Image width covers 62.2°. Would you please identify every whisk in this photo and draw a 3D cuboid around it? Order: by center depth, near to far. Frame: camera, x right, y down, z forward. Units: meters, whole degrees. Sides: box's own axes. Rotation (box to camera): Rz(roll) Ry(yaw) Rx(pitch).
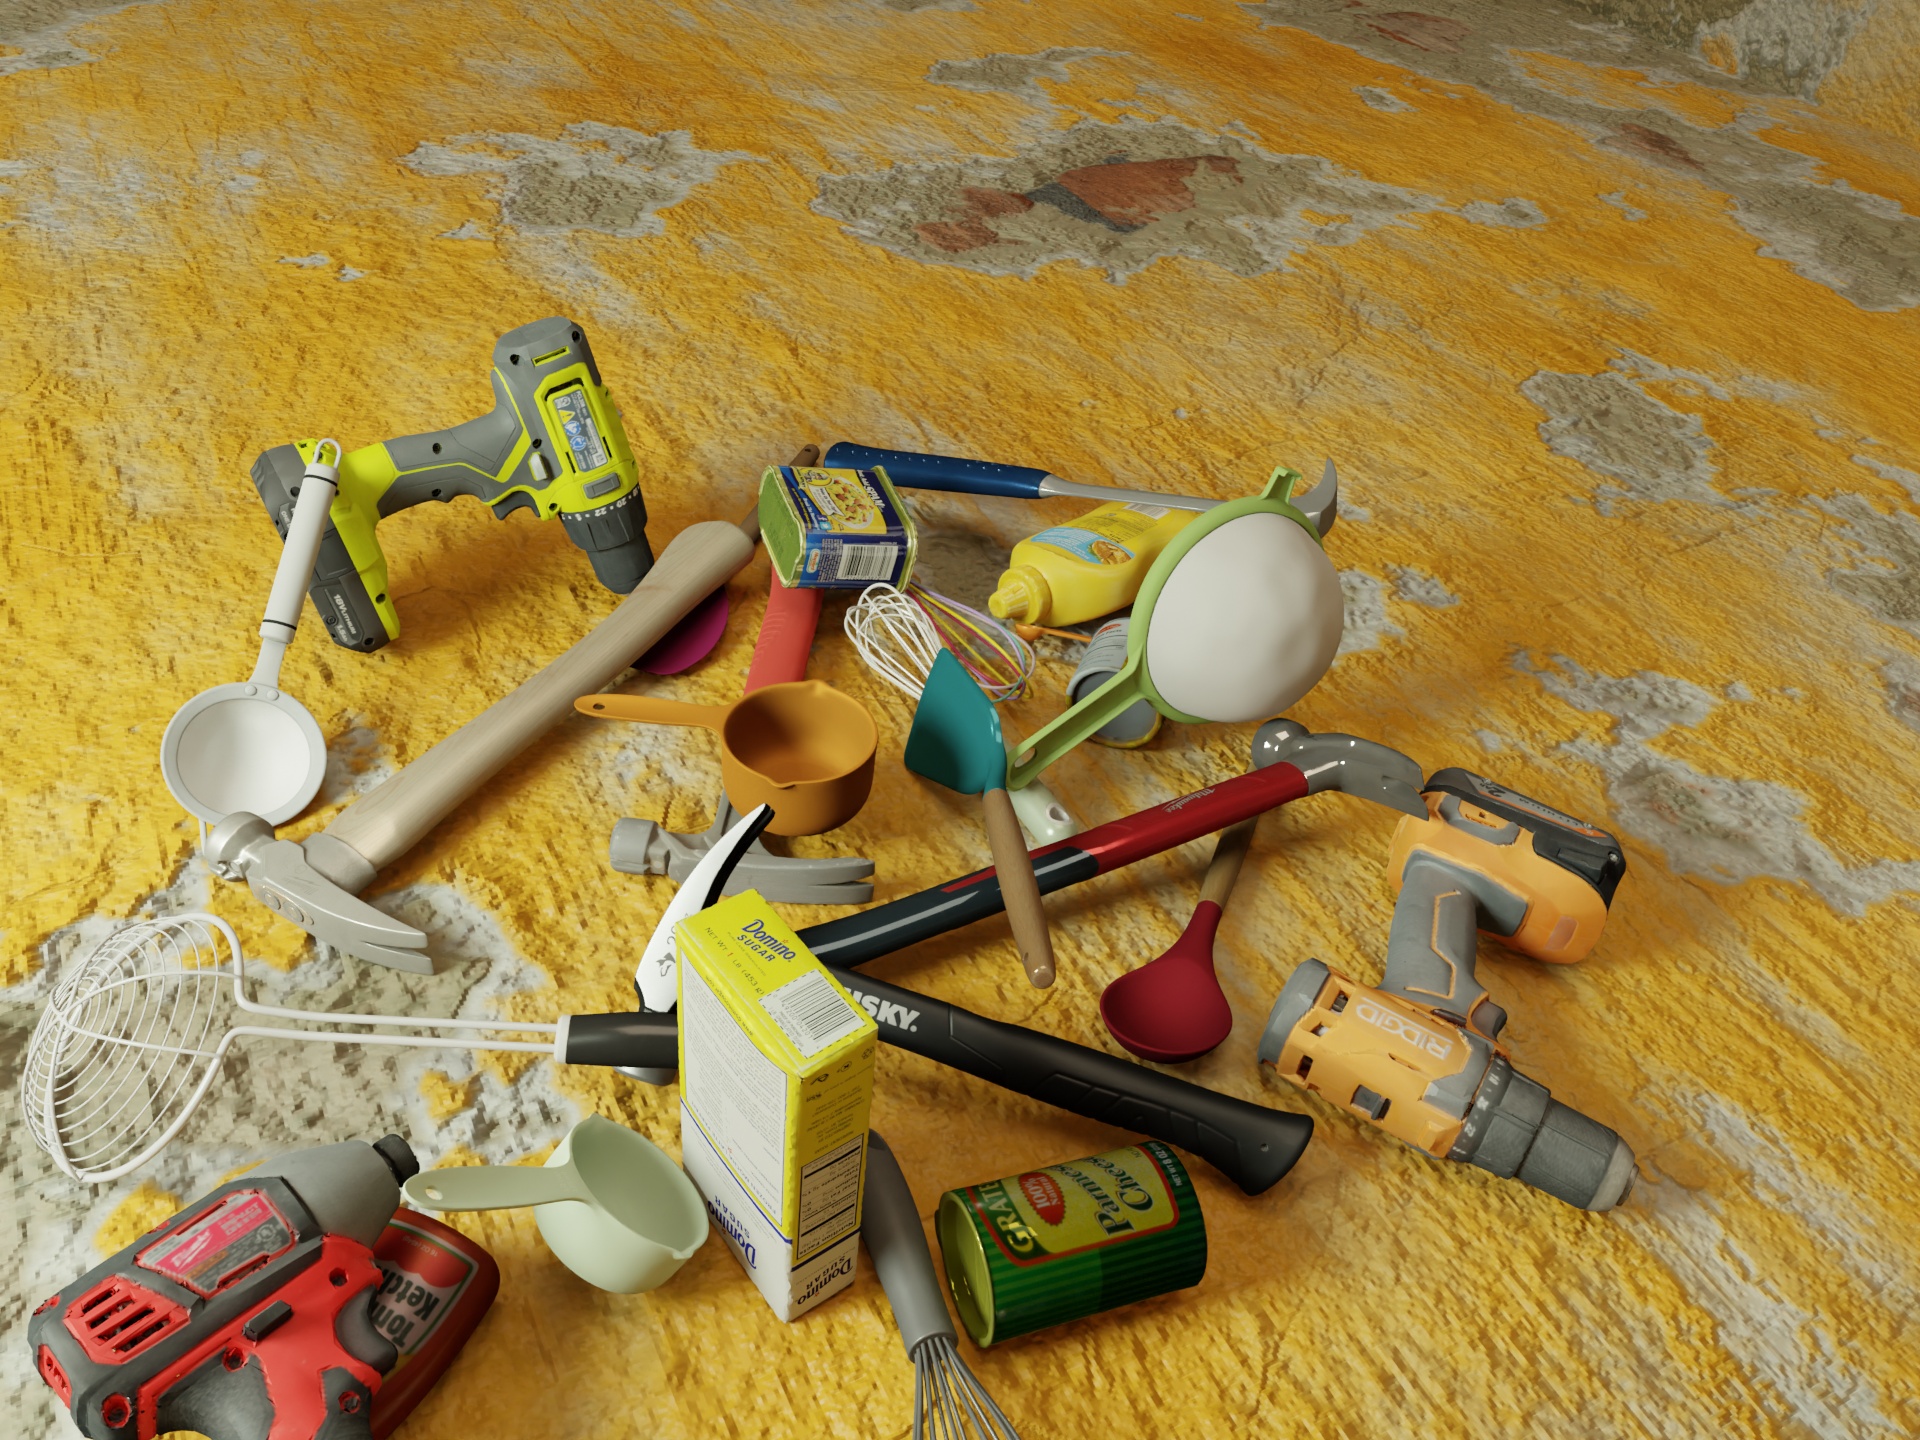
[{"bbox_3d":[-0.015,0.264,0.672,0.055,0.055,0.239,-7,36,-17],"label":"whisk"},{"bbox_3d":[-0.002,-0.003,1.006,0.057,0.059,0.247,-7,44,-39],"label":"whisk"},{"bbox_3d":[-0.024,-0.079,1.109,0.047,0.051,0.245,20,16,-46],"label":"whisk"}]

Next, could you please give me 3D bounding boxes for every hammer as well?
[{"bbox_3d":[0.008,0.153,0.780,0.335,0.035,0.146,18,80,5],"label":"hammer"},{"bbox_3d":[0.064,0.081,0.865,0.386,0.038,0.143,-18,17,-19],"label":"hammer"},{"bbox_3d":[-0.247,-0.009,0.973,0.146,0.038,0.411,23,44,18],"label":"hammer"},{"bbox_3d":[-0.110,-0.022,1.023,0.149,0.036,0.359,6,39,0],"label":"hammer"},{"bbox_3d":[0.076,-0.169,1.150,0.406,0.035,0.144,12,31,32],"label":"hammer"}]

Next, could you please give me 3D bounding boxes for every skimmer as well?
[{"bbox_3d":[-0.248,0.157,0.749,0.363,0.090,0.127,4,57,-9],"label":"skimmer"}]

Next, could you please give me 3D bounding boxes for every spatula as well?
[{"bbox_3d":[0.011,0.053,0.847,0.044,0.082,0.318,15,19,-12],"label":"spatula"}]

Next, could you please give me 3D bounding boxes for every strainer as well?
[{"bbox_3d":[-0.398,-0.043,0.925,0.086,0.050,0.258,16,77,-24],"label":"strainer"},{"bbox_3d":[0.138,-0.025,0.945,0.256,0.151,0.069,-35,40,-14],"label":"strainer"}]

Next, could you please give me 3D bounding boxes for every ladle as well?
[{"bbox_3d":[0.149,0.092,0.923,0.069,0.031,0.315,15,37,15],"label":"ladle"}]

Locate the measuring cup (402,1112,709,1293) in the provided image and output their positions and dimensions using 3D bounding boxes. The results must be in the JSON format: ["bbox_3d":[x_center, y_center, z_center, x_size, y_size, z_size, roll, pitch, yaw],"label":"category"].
[{"bbox_3d":[-0.173,0.204,0.657,0.083,0.038,0.167,45,11,31],"label":"measuring cup"}]

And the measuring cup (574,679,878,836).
[{"bbox_3d":[-0.133,0.019,0.902,0.173,0.052,0.095,8,39,5],"label":"measuring cup"}]

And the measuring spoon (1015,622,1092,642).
[{"bbox_3d":[0.091,-0.051,1.091,0.117,0.011,0.021,11,9,-18],"label":"measuring spoon"}]

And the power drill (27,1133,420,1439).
[{"bbox_3d":[-0.213,0.256,0.578,0.220,0.078,0.143,42,46,16],"label":"power drill"}]

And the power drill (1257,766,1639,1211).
[{"bbox_3d":[0.283,0.141,0.842,0.185,0.084,0.226,26,46,20],"label":"power drill"}]

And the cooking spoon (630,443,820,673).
[{"bbox_3d":[-0.163,-0.124,1.157,0.069,0.017,0.319,14,40,10],"label":"cooking spoon"}]

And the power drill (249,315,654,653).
[{"bbox_3d":[-0.319,-0.137,1.042,0.228,0.190,0.080,-27,33,-18],"label":"power drill"}]
